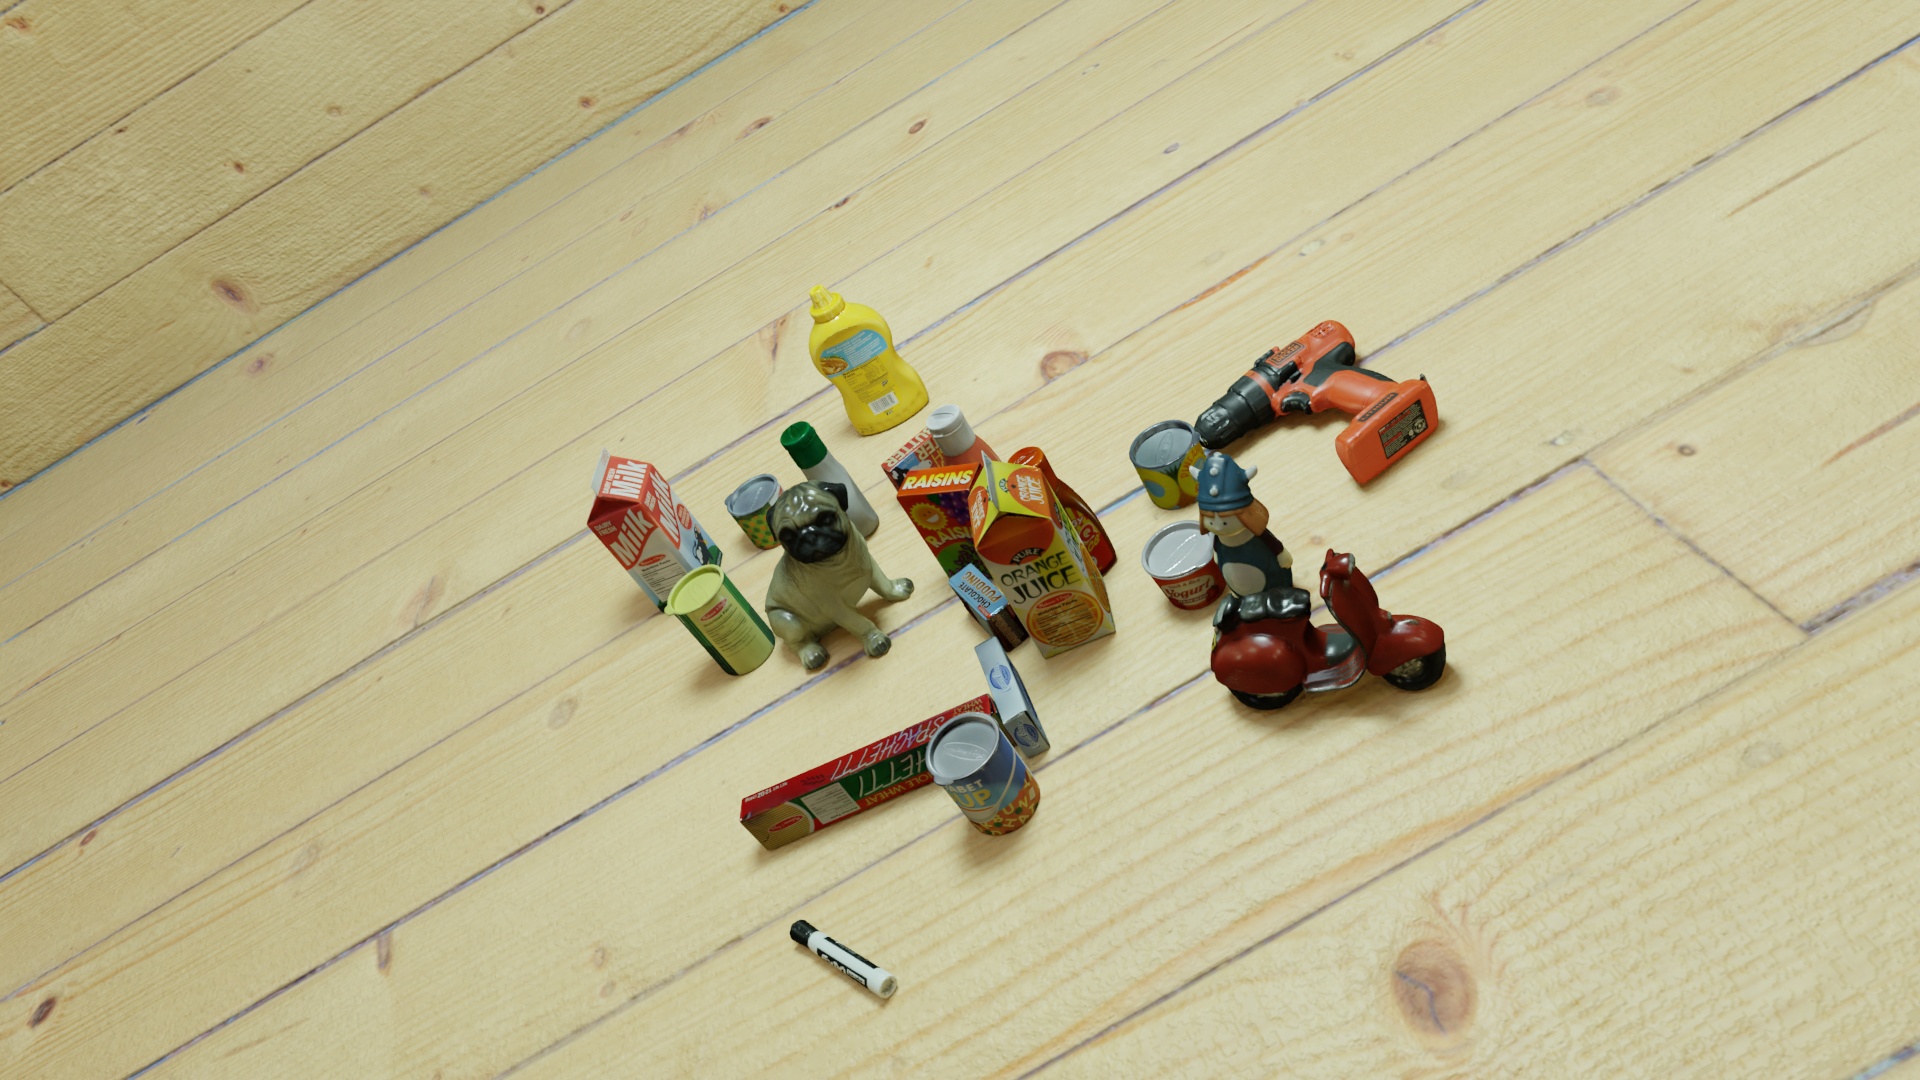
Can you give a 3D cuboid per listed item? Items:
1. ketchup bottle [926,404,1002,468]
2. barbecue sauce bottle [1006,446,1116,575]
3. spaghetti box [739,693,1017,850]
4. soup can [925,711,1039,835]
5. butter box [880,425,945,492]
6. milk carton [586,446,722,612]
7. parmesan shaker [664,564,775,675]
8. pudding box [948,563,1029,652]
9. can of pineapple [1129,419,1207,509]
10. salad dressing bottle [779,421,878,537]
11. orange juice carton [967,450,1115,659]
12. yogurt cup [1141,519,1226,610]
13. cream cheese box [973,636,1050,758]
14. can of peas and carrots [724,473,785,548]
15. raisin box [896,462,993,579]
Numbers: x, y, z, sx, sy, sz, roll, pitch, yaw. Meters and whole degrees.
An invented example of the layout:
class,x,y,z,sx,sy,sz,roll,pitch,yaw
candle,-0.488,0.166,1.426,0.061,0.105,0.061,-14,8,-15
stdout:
class,x,y,z,sx,sy,sz,roll,pitch,yaw
ketchup bottle,0.015,-0.069,1.377,0.064,0.148,0.044,2,49,38
barbecue sauce bottle,0.088,-0.022,1.270,0.065,0.148,0.044,-36,37,-4
spaghetti box,-0.072,0.203,1.212,0.250,0.050,0.029,-25,37,10
soup can,0.018,0.193,1.131,0.071,0.083,0.072,-20,38,17
butter box,-0.034,-0.093,1.519,0.104,0.053,0.024,-42,37,-12
milk carton,-0.348,-0.015,1.543,0.073,0.190,0.073,-20,38,16
parmesan shaker,-0.247,0.085,1.429,0.071,0.102,0.072,-20,38,17
pudding box,0.026,0.062,1.301,0.030,0.049,0.084,-38,37,-7
can of pineapple,0.202,-0.072,1.320,0.071,0.057,0.071,-20,38,17
salad dressing bottle,-0.140,-0.063,1.483,0.044,0.147,0.064,-34,36,-2
orange juice carton,0.064,0.009,1.216,0.073,0.192,0.072,-23,38,13
yogurt cup,0.199,0.024,1.217,0.072,0.053,0.073,-20,38,17
cream cheese box,0.044,0.135,1.202,0.024,0.053,0.104,-29,37,5
can of peas and carrots,-0.225,-0.032,1.583,0.071,0.058,0.071,-20,38,17
raisin box,0.005,-0.017,1.345,0.086,0.123,0.040,-4,45,33
